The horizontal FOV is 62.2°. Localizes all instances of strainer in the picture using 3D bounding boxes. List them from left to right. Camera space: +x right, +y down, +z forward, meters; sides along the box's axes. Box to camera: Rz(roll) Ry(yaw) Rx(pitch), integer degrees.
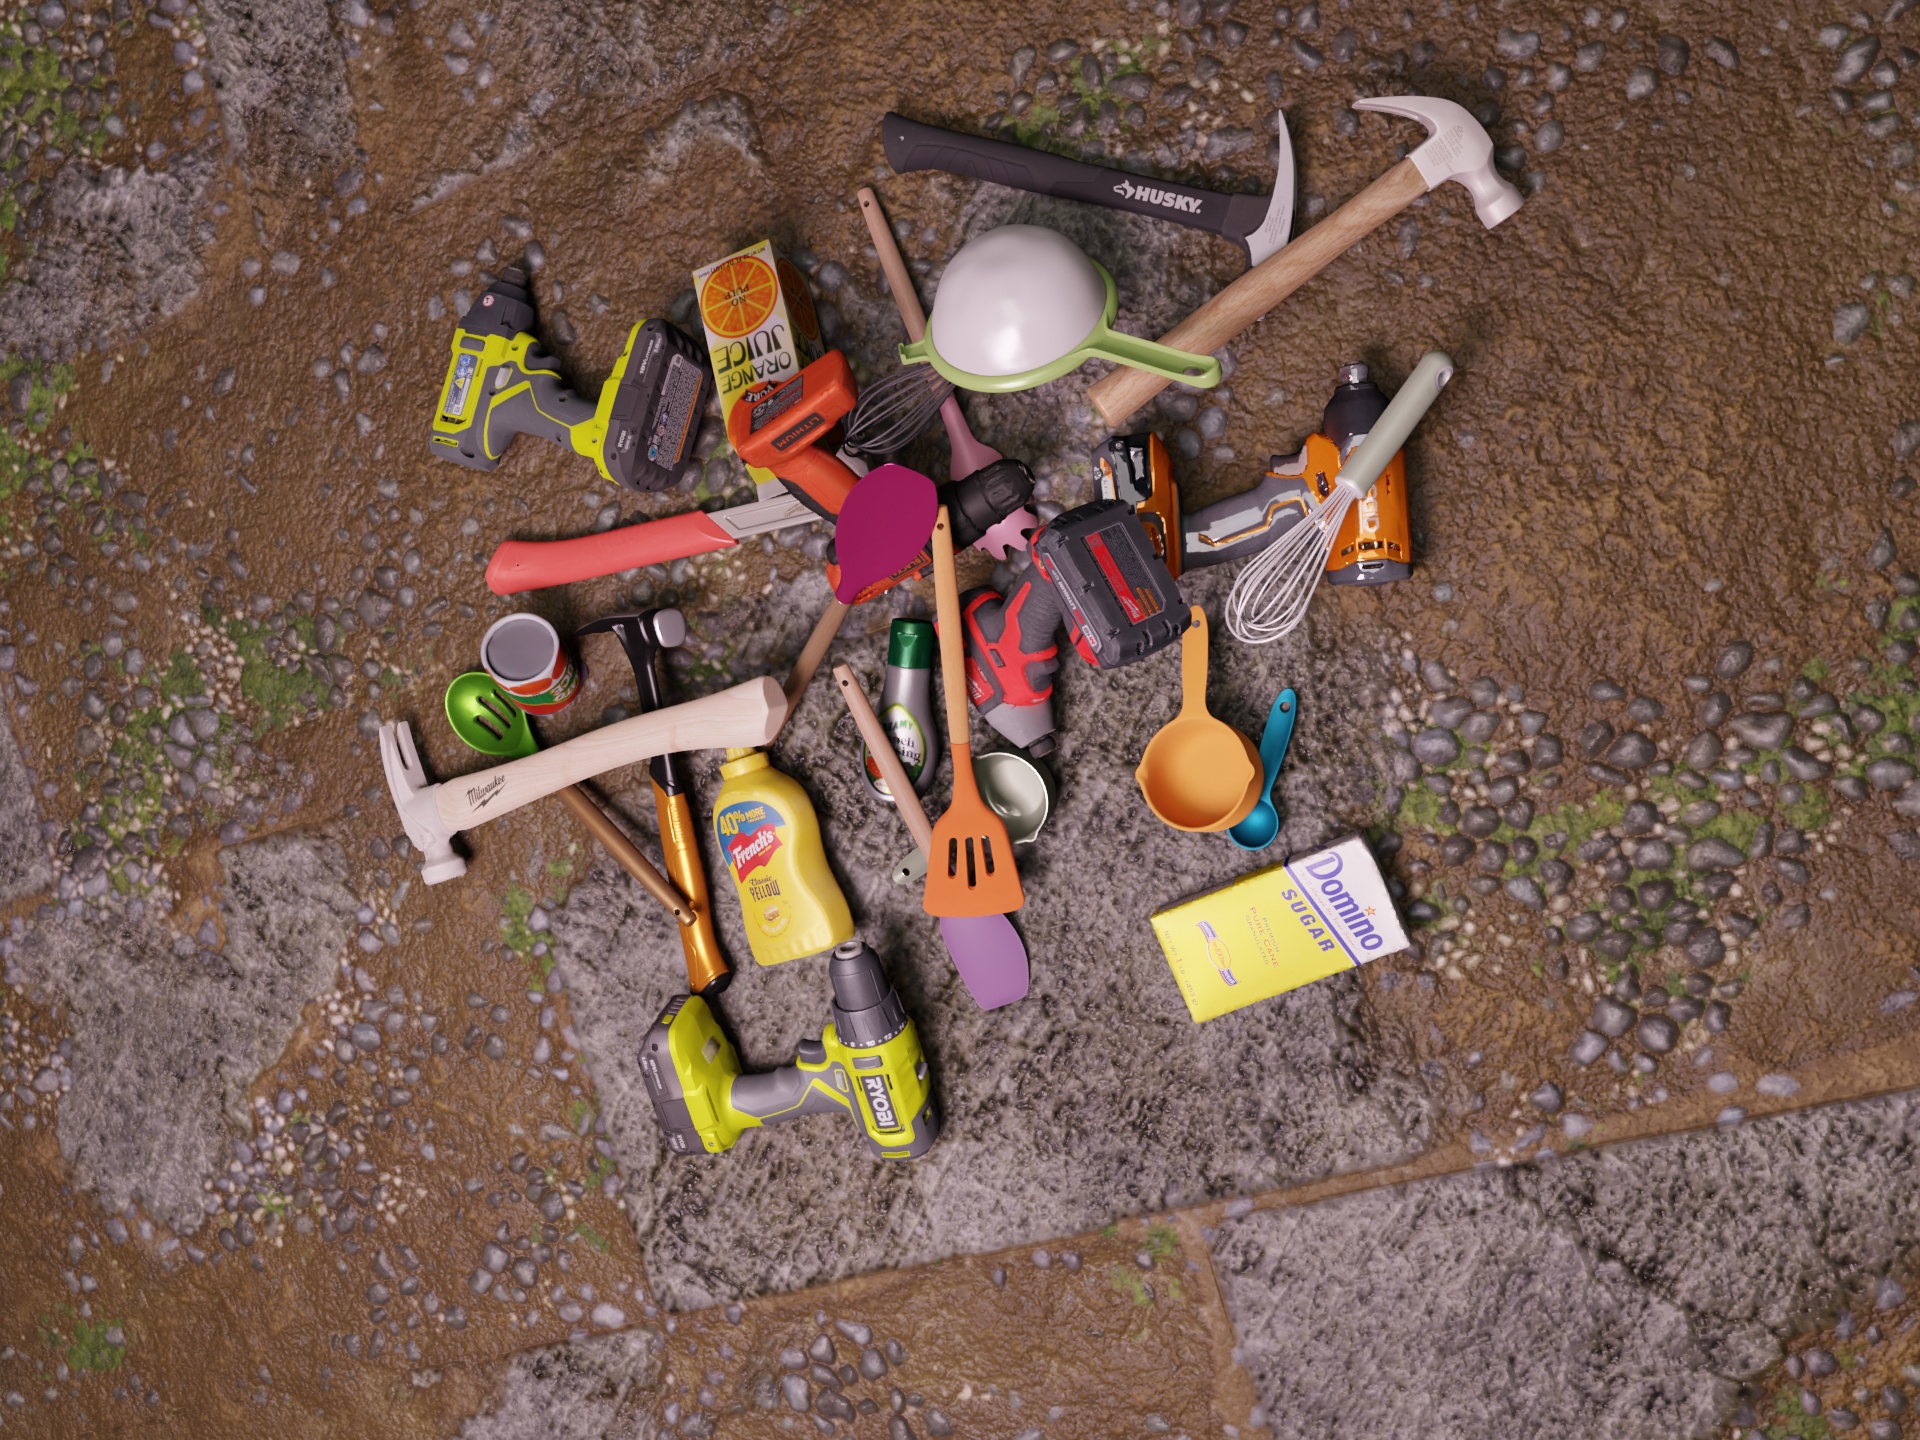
[{"bbox_3d":[0.076,-0.298,1.145,0.257,0.069,0.151,27,68,35],"label":"strainer"}]

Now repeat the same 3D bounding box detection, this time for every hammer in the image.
[{"bbox_3d":[-0.319,0.024,1.316,0.410,0.038,0.146,-17,92,28],"label":"hammer"},{"bbox_3d":[-0.250,0.073,1.350,0.127,0.034,0.337,-1,102,46],"label":"hammer"},{"bbox_3d":[-0.234,-0.146,1.338,0.359,0.036,0.149,-11,92,16],"label":"hammer"},{"bbox_3d":[0.094,-0.419,1.218,0.335,0.035,0.146,18,101,14],"label":"hammer"},{"bbox_3d":[0.234,-0.328,1.156,0.331,0.031,0.130,-35,97,9],"label":"hammer"}]

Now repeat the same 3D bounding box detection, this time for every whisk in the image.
[{"bbox_3d":[0.006,-0.277,1.229,0.239,0.055,0.055,-34,85,-2],"label":"whisk"},{"bbox_3d":[0.268,-0.157,1.116,0.059,0.057,0.246,36,91,40],"label":"whisk"}]

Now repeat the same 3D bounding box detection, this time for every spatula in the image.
[{"bbox_3d":[-0.025,0.094,1.275,0.060,0.018,0.315,-23,104,14],"label":"spatula"},{"bbox_3d":[-0.002,-0.004,1.218,0.081,0.041,0.322,-4,109,4],"label":"spatula"}]

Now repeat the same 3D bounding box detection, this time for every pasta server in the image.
[{"bbox_3d":[-0.019,-0.279,1.270,0.060,0.040,0.316,-23,85,17],"label":"pasta server"}]

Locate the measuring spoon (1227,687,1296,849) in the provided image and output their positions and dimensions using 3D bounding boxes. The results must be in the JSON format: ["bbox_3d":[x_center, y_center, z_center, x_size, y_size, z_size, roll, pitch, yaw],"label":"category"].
[{"bbox_3d":[0.240,0.038,1.231,0.042,0.021,0.128,16,91,29],"label":"measuring spoon"}]

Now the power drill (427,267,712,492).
[{"bbox_3d":[-0.328,-0.282,1.322,0.223,0.080,0.171,15,88,22],"label":"power drill"}]

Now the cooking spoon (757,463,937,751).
[{"bbox_3d":[-0.101,-0.079,1.244,0.068,0.017,0.318,22,131,-14],"label":"cooking spoon"}]

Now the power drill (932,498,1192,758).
[{"bbox_3d":[0.068,-0.061,1.188,0.143,0.078,0.219,62,147,5],"label":"power drill"}]

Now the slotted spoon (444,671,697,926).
[{"bbox_3d":[-0.334,0.068,1.369,0.314,0.031,0.070,42,105,18],"label":"slotted spoon"}]

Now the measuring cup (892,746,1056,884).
[{"bbox_3d":[0.009,0.083,1.293,0.167,0.038,0.083,-39,87,28],"label":"measuring cup"}]

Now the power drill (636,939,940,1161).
[{"bbox_3d":[-0.142,0.275,1.310,0.228,0.080,0.190,-8,112,17],"label":"power drill"}]

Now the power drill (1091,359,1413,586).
[{"bbox_3d":[0.216,-0.175,1.184,0.226,0.084,0.164,-4,94,12],"label":"power drill"}]

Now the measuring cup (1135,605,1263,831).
[{"bbox_3d":[0.189,0.001,1.223,0.095,0.052,0.174,-3,80,30],"label":"measuring cup"}]
